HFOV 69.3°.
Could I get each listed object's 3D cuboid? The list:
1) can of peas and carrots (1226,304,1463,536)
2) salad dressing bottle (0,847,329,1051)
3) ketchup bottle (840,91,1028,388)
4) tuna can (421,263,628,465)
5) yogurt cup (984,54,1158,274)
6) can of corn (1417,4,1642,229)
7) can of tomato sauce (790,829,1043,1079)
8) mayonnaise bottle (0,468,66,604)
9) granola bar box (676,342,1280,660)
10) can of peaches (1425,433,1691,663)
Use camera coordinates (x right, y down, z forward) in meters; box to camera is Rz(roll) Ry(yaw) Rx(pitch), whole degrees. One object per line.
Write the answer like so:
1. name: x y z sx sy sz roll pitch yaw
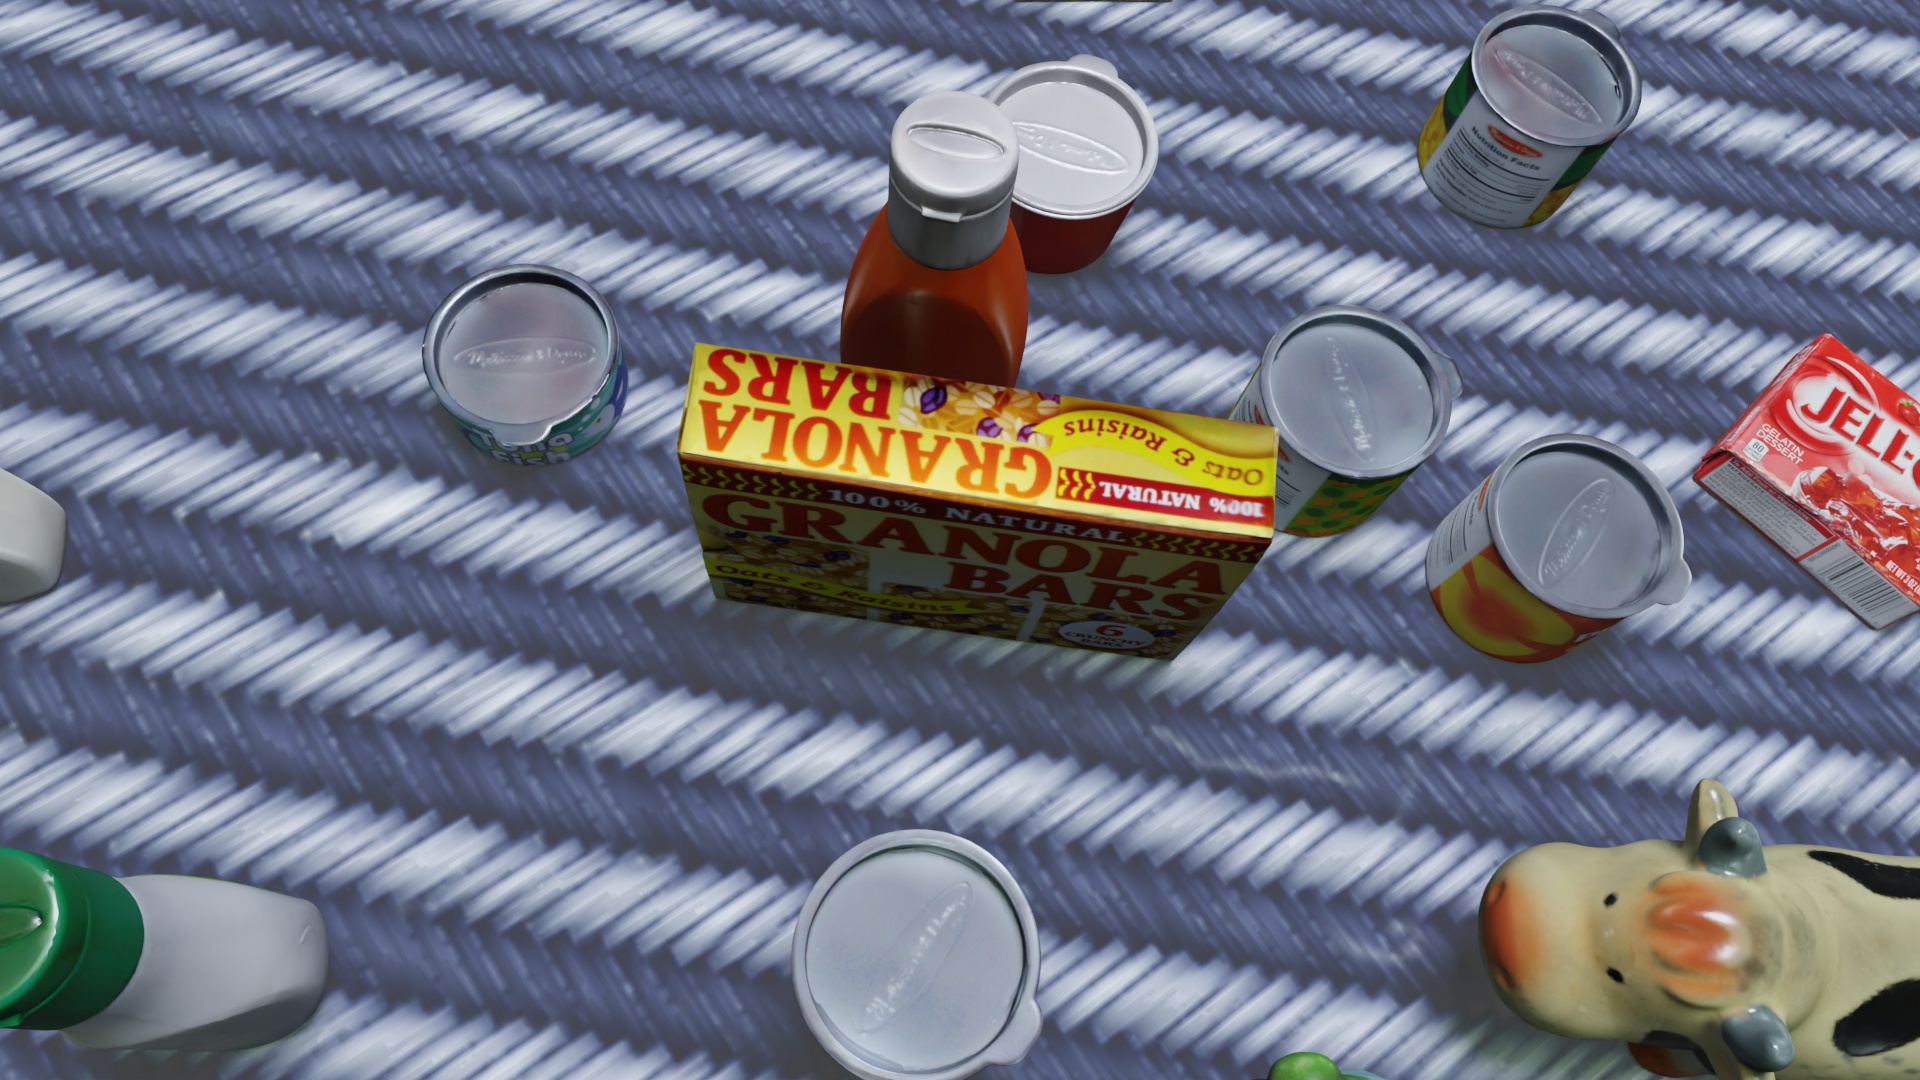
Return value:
1. can of peas and carrots: 0.134 -0.042 0.496 0.071 0.058 0.071 2 69 -4
2. salad dressing bottle: -0.213 0.108 0.360 0.064 0.147 0.044 -9 70 -8
3. ketchup bottle: -0.007 -0.083 0.452 0.065 0.148 0.044 11 69 0
4. tuna can: -0.152 -0.059 0.492 0.071 0.032 0.071 2 69 -4
5. yogurt cup: 0.037 -0.138 0.527 0.072 0.053 0.072 2 69 -4
6. can of corn: 0.226 -0.169 0.554 0.071 0.058 0.071 2 69 -4
7. can of tomato sauce: -0.013 0.125 0.405 0.071 0.082 0.071 2 69 -4
8. mayonnaise bottle: -0.325 -0.020 0.400 0.065 0.147 0.041 -4 70 -6
9. granola bar box: 0.002 -0.005 0.435 0.166 0.123 0.039 8 69 -2
10. can of peaches: 0.206 0.006 0.484 0.071 0.058 0.071 2 69 -4
